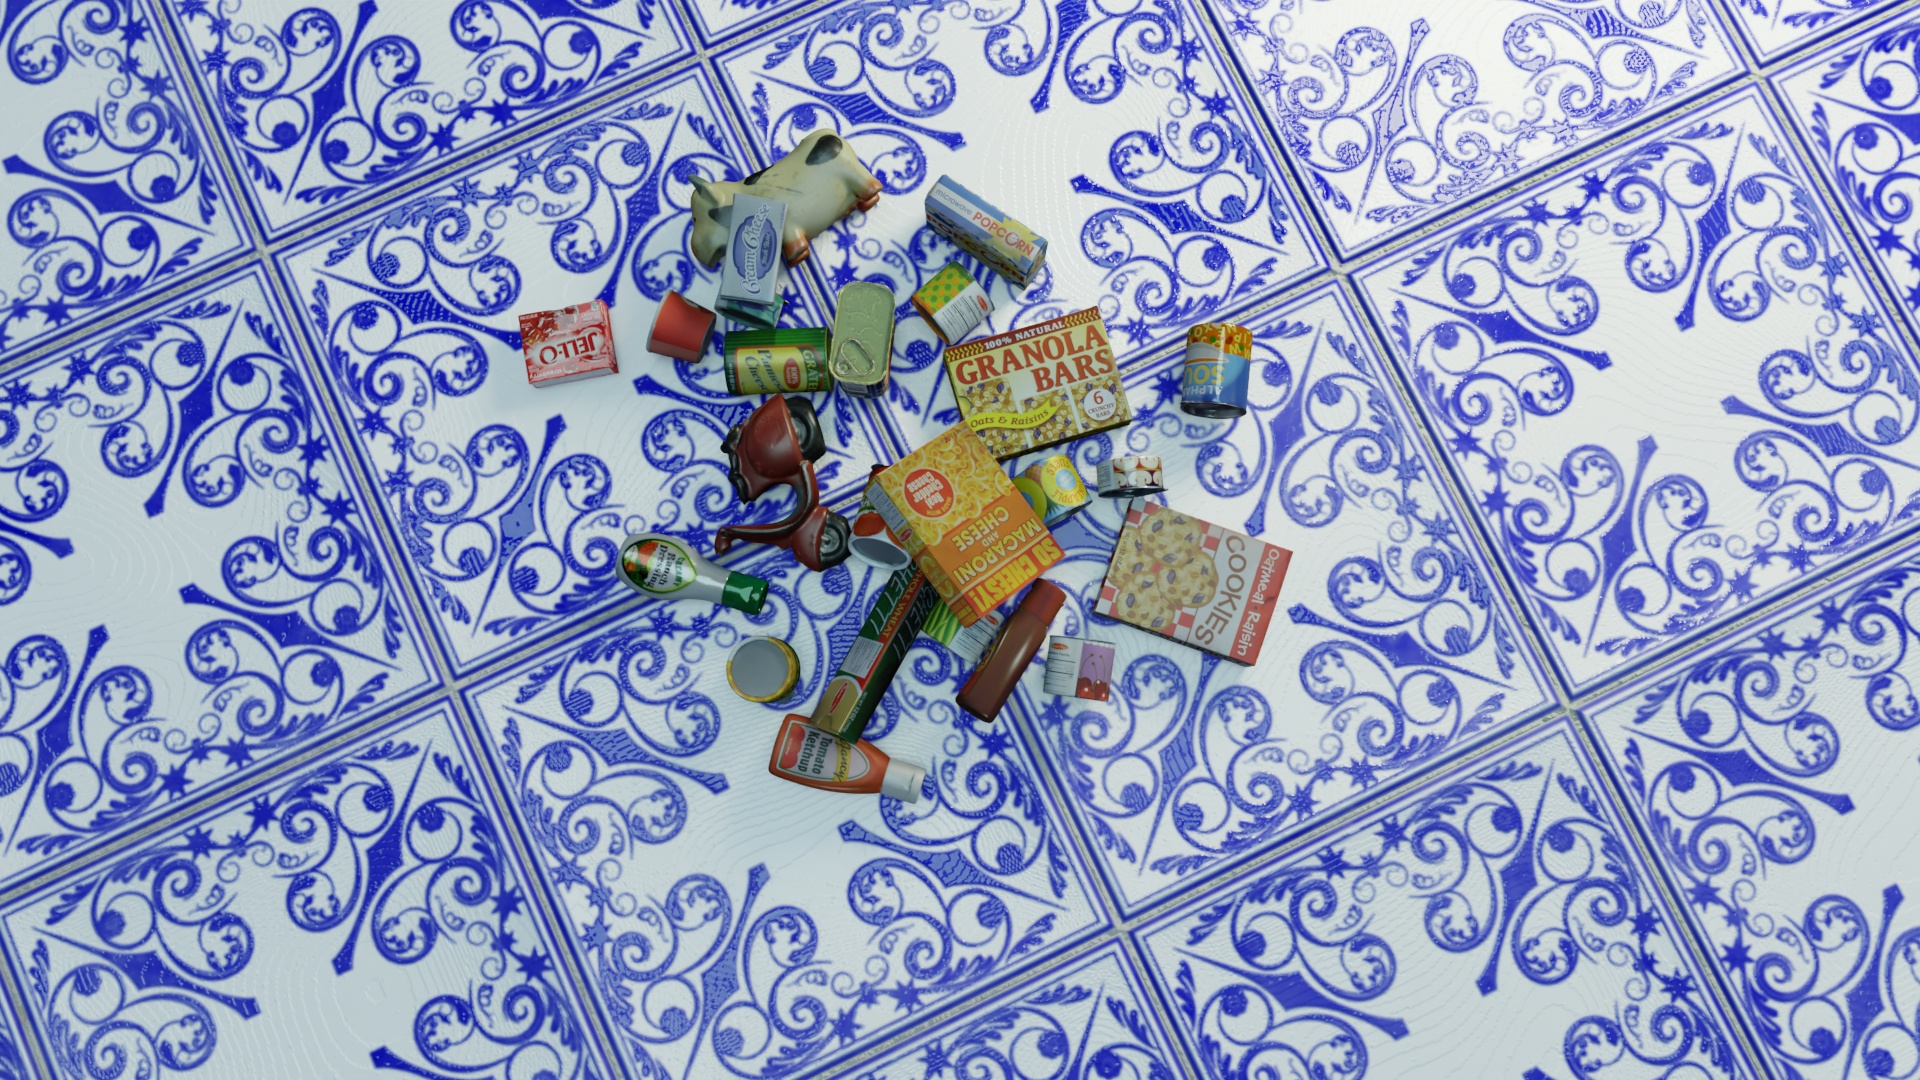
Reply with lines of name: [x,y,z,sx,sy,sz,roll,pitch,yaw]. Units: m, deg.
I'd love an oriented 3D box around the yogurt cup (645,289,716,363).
yogurt cup: [-0.281,-0.213,1.404,0.054,0.072,0.072,21,84,-6]

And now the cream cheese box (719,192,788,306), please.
cream cheese box: [-0.202,-0.284,1.359,0.053,0.024,0.103,8,90,-6]

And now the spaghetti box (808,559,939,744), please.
spaghetti box: [-0.064,0.080,1.355,0.028,0.050,0.251,42,70,-39]

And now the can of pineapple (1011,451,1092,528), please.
can of pineapple: [0.091,-0.049,1.382,0.071,0.071,0.058,-28,84,-3]

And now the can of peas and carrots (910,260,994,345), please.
can of peas and carrots: [-0.009,-0.241,1.408,0.059,0.071,0.071,-41,85,-4]

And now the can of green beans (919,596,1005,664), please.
can of green beans: [0.002,0.081,1.367,0.071,0.071,0.058,34,85,4]

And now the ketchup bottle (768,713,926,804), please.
ketchup bottle: [-0.109,0.219,1.361,0.149,0.043,0.065,17,77,1]

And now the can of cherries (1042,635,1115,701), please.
can of cherries: [0.119,0.126,1.363,0.071,0.071,0.058,7,84,1]

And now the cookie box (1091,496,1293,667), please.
cookie box: [0.231,0.042,1.385,0.167,0.040,0.123,19,83,2]

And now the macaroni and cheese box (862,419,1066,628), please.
macaroni and cheese box: [0.005,-0.017,1.335,0.124,0.040,0.166,-34,86,-32]

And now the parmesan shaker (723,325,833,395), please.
parmesan shaker: [-0.182,-0.178,1.400,0.103,0.071,0.071,-3,83,0]

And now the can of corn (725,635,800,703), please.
can of corn: [-0.192,0.129,1.364,0.071,0.058,0.071,0,83,0]

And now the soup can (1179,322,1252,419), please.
soup can: [0.256,-0.171,1.397,0.071,0.071,0.084,6,83,1]

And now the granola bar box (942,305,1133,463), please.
granola bar box: [0.078,-0.155,1.409,0.166,0.039,0.124,-16,83,-2]

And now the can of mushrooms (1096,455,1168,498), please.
can of mushrooms: [0.171,-0.063,1.386,0.071,0.071,0.033,-5,83,-1]

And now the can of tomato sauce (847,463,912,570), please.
can of tomato sauce: [-0.070,-0.023,1.365,0.071,0.071,0.083,15,62,2]

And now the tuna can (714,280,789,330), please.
tuna can: [-0.212,-0.238,1.406,0.071,0.071,0.033,17,85,2]

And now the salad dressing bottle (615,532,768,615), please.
salad dressing bottle: [-0.266,0.036,1.383,0.148,0.044,0.064,17,84,2]

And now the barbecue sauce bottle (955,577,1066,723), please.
barbecue sauce bottle: [0.052,0.107,1.367,0.044,0.064,0.149,33,79,2]

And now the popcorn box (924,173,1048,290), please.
popcorn box: [0.025,-0.311,1.405,0.127,0.085,0.038,34,86,3]
